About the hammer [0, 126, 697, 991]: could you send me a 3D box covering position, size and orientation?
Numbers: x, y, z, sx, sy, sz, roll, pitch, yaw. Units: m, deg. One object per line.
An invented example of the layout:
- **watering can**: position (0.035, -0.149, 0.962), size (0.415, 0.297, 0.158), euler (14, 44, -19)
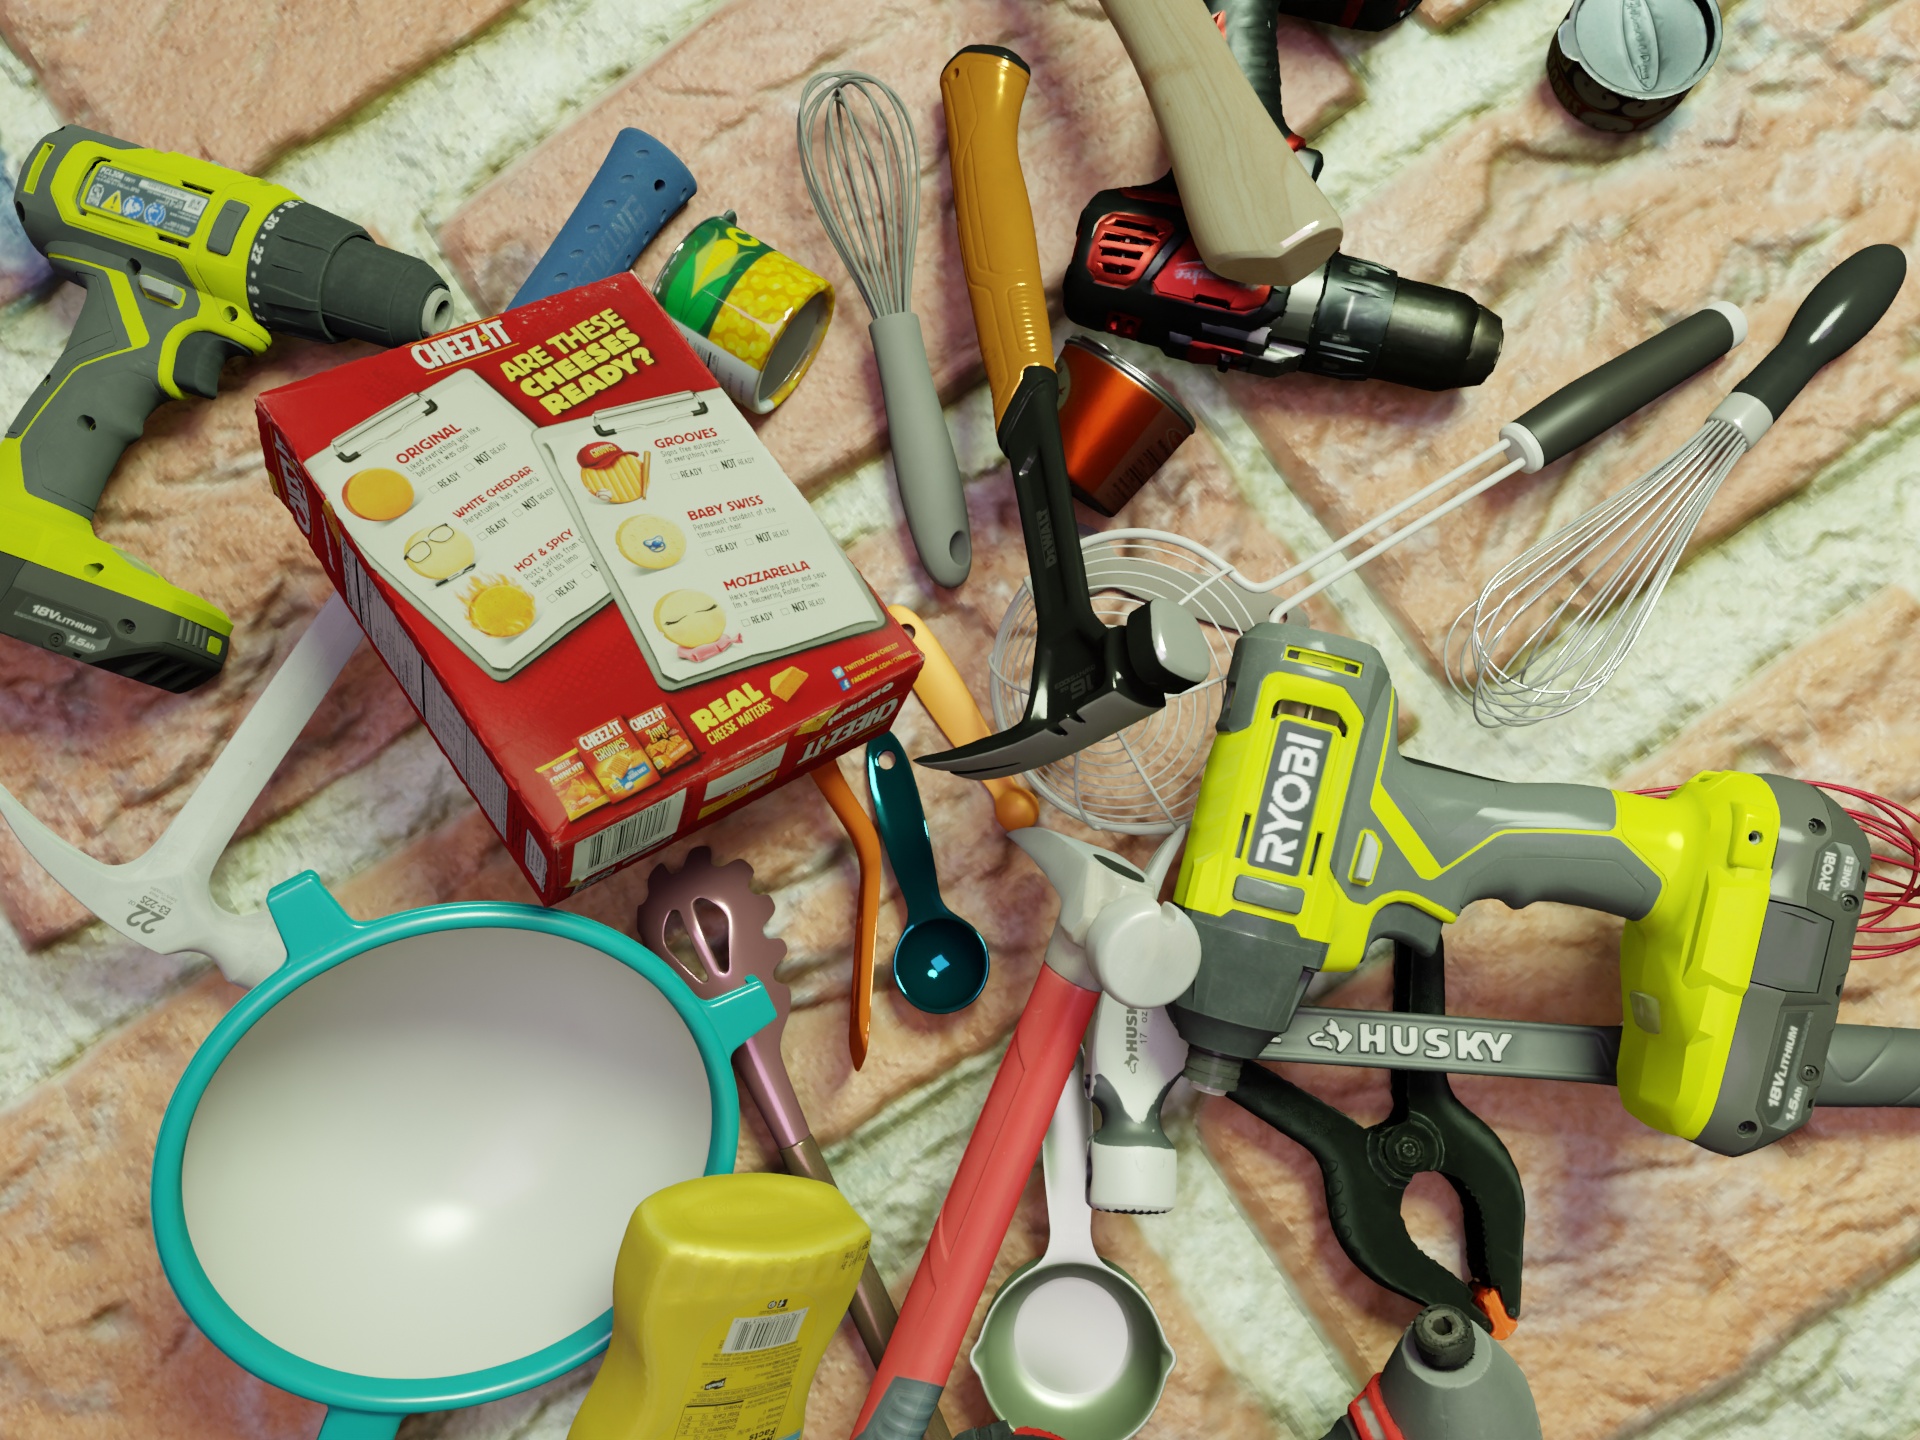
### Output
- **hammer**: position (-0.242, -0.085, 0.681), size (0.143, 0.035, 0.405), euler (38, 78, -37)

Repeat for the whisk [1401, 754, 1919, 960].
- **whisk**: position (0.257, 0.043, 0.660), size (0.296, 0.073, 0.073), euler (11, 84, 10)

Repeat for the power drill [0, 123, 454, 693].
- **power drill**: position (-0.345, -0.134, 0.698), size (0.190, 0.080, 0.228), euler (19, 82, 5)

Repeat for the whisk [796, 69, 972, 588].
- **whisk**: position (-0.028, -0.175, 0.706), size (0.055, 0.055, 0.239), euler (-12, 88, 1)

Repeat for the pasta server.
- **pasta server**: position (-0.057, 0.201, 0.671), size (0.060, 0.040, 0.316), euler (-25, 87, -1)

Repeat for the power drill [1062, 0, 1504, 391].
- **power drill**: position (0.158, -0.257, 0.690), size (0.188, 0.080, 0.227), euler (14, 87, 4)

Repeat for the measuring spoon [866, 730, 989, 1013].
- **measuring spoon**: position (-0.017, 0.064, 0.691), size (0.042, 0.021, 0.129), euler (-19, 74, 10)

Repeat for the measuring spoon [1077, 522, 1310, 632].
- **measuring spoon**: position (0.094, -0.059, 0.696), size (0.124, 0.018, 0.034), euler (16, 84, 4)

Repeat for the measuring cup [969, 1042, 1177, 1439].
- **measuring cup**: position (0.045, 0.212, 0.658), size (0.083, 0.038, 0.168), euler (-1, 81, 3)

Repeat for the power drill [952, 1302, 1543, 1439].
- **power drill**: position (0.113, 0.297, 0.598), size (0.219, 0.079, 0.143), euler (-17, 121, -1)

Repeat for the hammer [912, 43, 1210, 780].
- **hammer**: position (0.020, -0.142, 0.657), size (0.127, 0.034, 0.337), euler (-28, 58, 39)

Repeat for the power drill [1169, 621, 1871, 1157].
- **power drill**: position (0.191, 0.072, 0.582), size (0.223, 0.080, 0.171), euler (14, 88, 3)

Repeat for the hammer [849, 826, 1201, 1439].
- **hammer**: position (-0.016, 0.230, 0.616), size (0.038, 0.143, 0.386), euler (20, 95, -16)

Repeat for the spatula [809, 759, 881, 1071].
- **spatula**: position (-0.081, -0.010, 0.685), size (0.041, 0.081, 0.323), euler (-19, 77, -12)

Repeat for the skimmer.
- **skimmer**: position (0.180, -0.079, 0.683), size (0.363, 0.090, 0.127), euler (-31, 85, -14)

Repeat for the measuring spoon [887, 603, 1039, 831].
- **measuring spoon**: position (-0.001, -0.002, 0.697), size (0.021, 0.011, 0.117), euler (-32, 83, -1)

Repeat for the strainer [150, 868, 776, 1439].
- **strainer**: position (-0.225, 0.215, 0.641), size (0.210, 0.095, 0.340), euler (19, 99, -27)

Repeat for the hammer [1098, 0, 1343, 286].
- **hammer**: position (0.054, -0.356, 0.666), size (0.146, 0.038, 0.411), euler (-32, 71, 17)

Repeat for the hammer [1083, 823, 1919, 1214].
- **hammer**: position (0.253, 0.128, 0.636), size (0.409, 0.036, 0.149), euler (4, 75, -5)

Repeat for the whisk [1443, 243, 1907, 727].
- **whisk**: position (0.310, -0.104, 0.675), size (0.070, 0.070, 0.284), euler (43, 83, 6)
